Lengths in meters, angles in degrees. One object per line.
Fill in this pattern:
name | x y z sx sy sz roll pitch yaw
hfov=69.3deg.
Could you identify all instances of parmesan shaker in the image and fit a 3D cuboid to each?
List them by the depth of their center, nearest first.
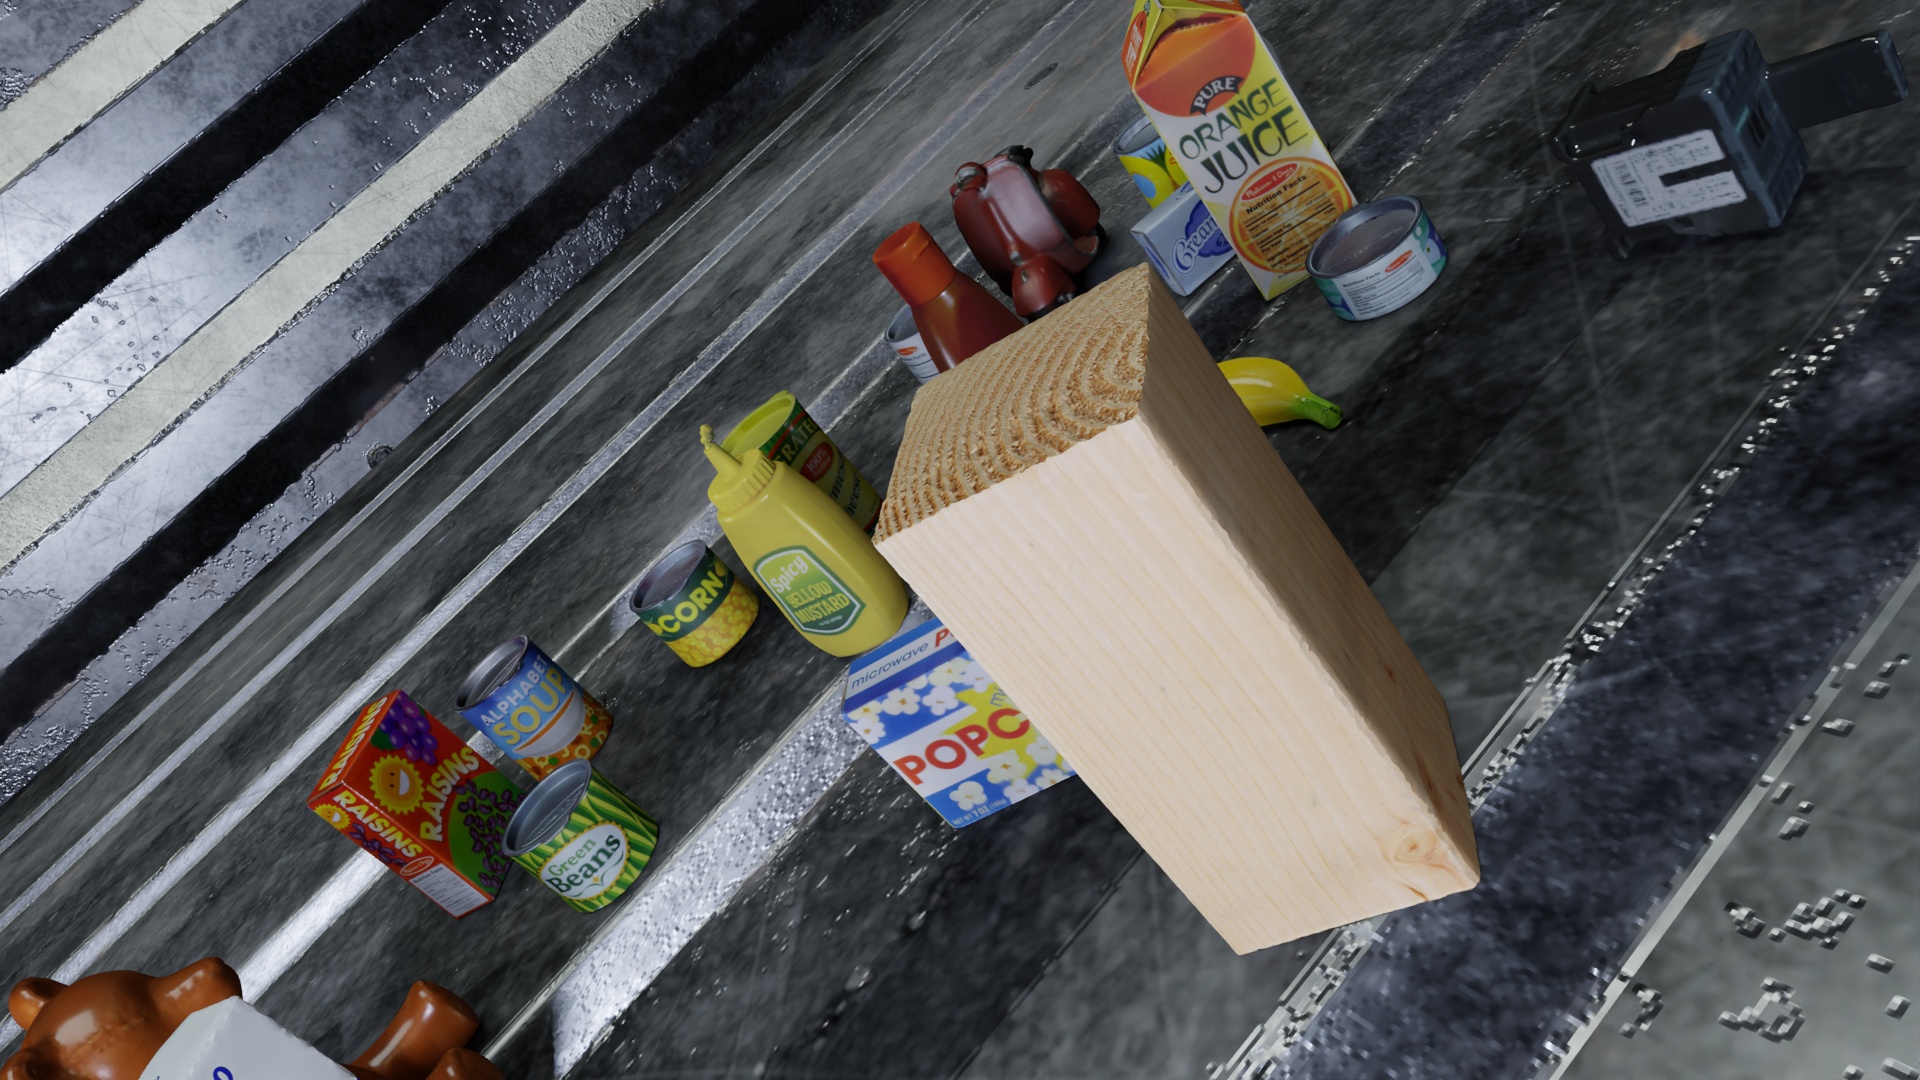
parmesan shaker | -0.100 -0.038 0.905 0.071 0.103 0.072 -32 27 18

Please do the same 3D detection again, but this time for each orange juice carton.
orange juice carton | 0.151 -0.239 0.783 0.073 0.192 0.072 -31 27 20

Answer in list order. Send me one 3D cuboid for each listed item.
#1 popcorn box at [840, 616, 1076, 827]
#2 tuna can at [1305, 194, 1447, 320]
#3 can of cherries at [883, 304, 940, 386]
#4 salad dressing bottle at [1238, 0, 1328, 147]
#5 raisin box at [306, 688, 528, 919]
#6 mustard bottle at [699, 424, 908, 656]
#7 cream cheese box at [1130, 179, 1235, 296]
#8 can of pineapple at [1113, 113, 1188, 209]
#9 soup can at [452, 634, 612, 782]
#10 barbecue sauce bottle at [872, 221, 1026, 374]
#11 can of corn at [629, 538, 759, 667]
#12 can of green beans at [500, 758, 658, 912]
popcorn box | 0.024 0.064 0.598 0.126 0.085 0.038 -29 28 22
tuna can | 0.219 -0.150 0.735 0.071 0.032 0.071 -31 27 18
can of cherries | -0.011 -0.147 1.010 0.071 0.058 0.072 -31 27 18
salad dressing bottle | 0.183 -0.304 0.895 0.044 0.147 0.064 -33 26 16
raisin box | -0.337 0.166 0.877 0.040 0.123 0.086 -28 28 24
mustard bottle | -0.096 -0.003 0.779 0.065 0.160 0.049 -25 30 29
cream cheese box | 0.163 -0.208 0.878 0.104 0.053 0.024 -41 25 0
can of pineapple | 0.153 -0.275 0.993 0.071 0.057 0.071 -31 27 18
soup can | -0.286 0.115 0.935 0.071 0.083 0.072 -31 27 18
barbecue sauce bottle | 0.005 -0.127 0.853 0.043 0.148 0.065 0 47 54
can of corn | -0.177 0.043 0.932 0.071 0.058 0.071 -31 27 18
can of green beans | -0.215 0.167 0.786 0.071 0.057 0.071 -31 27 18
